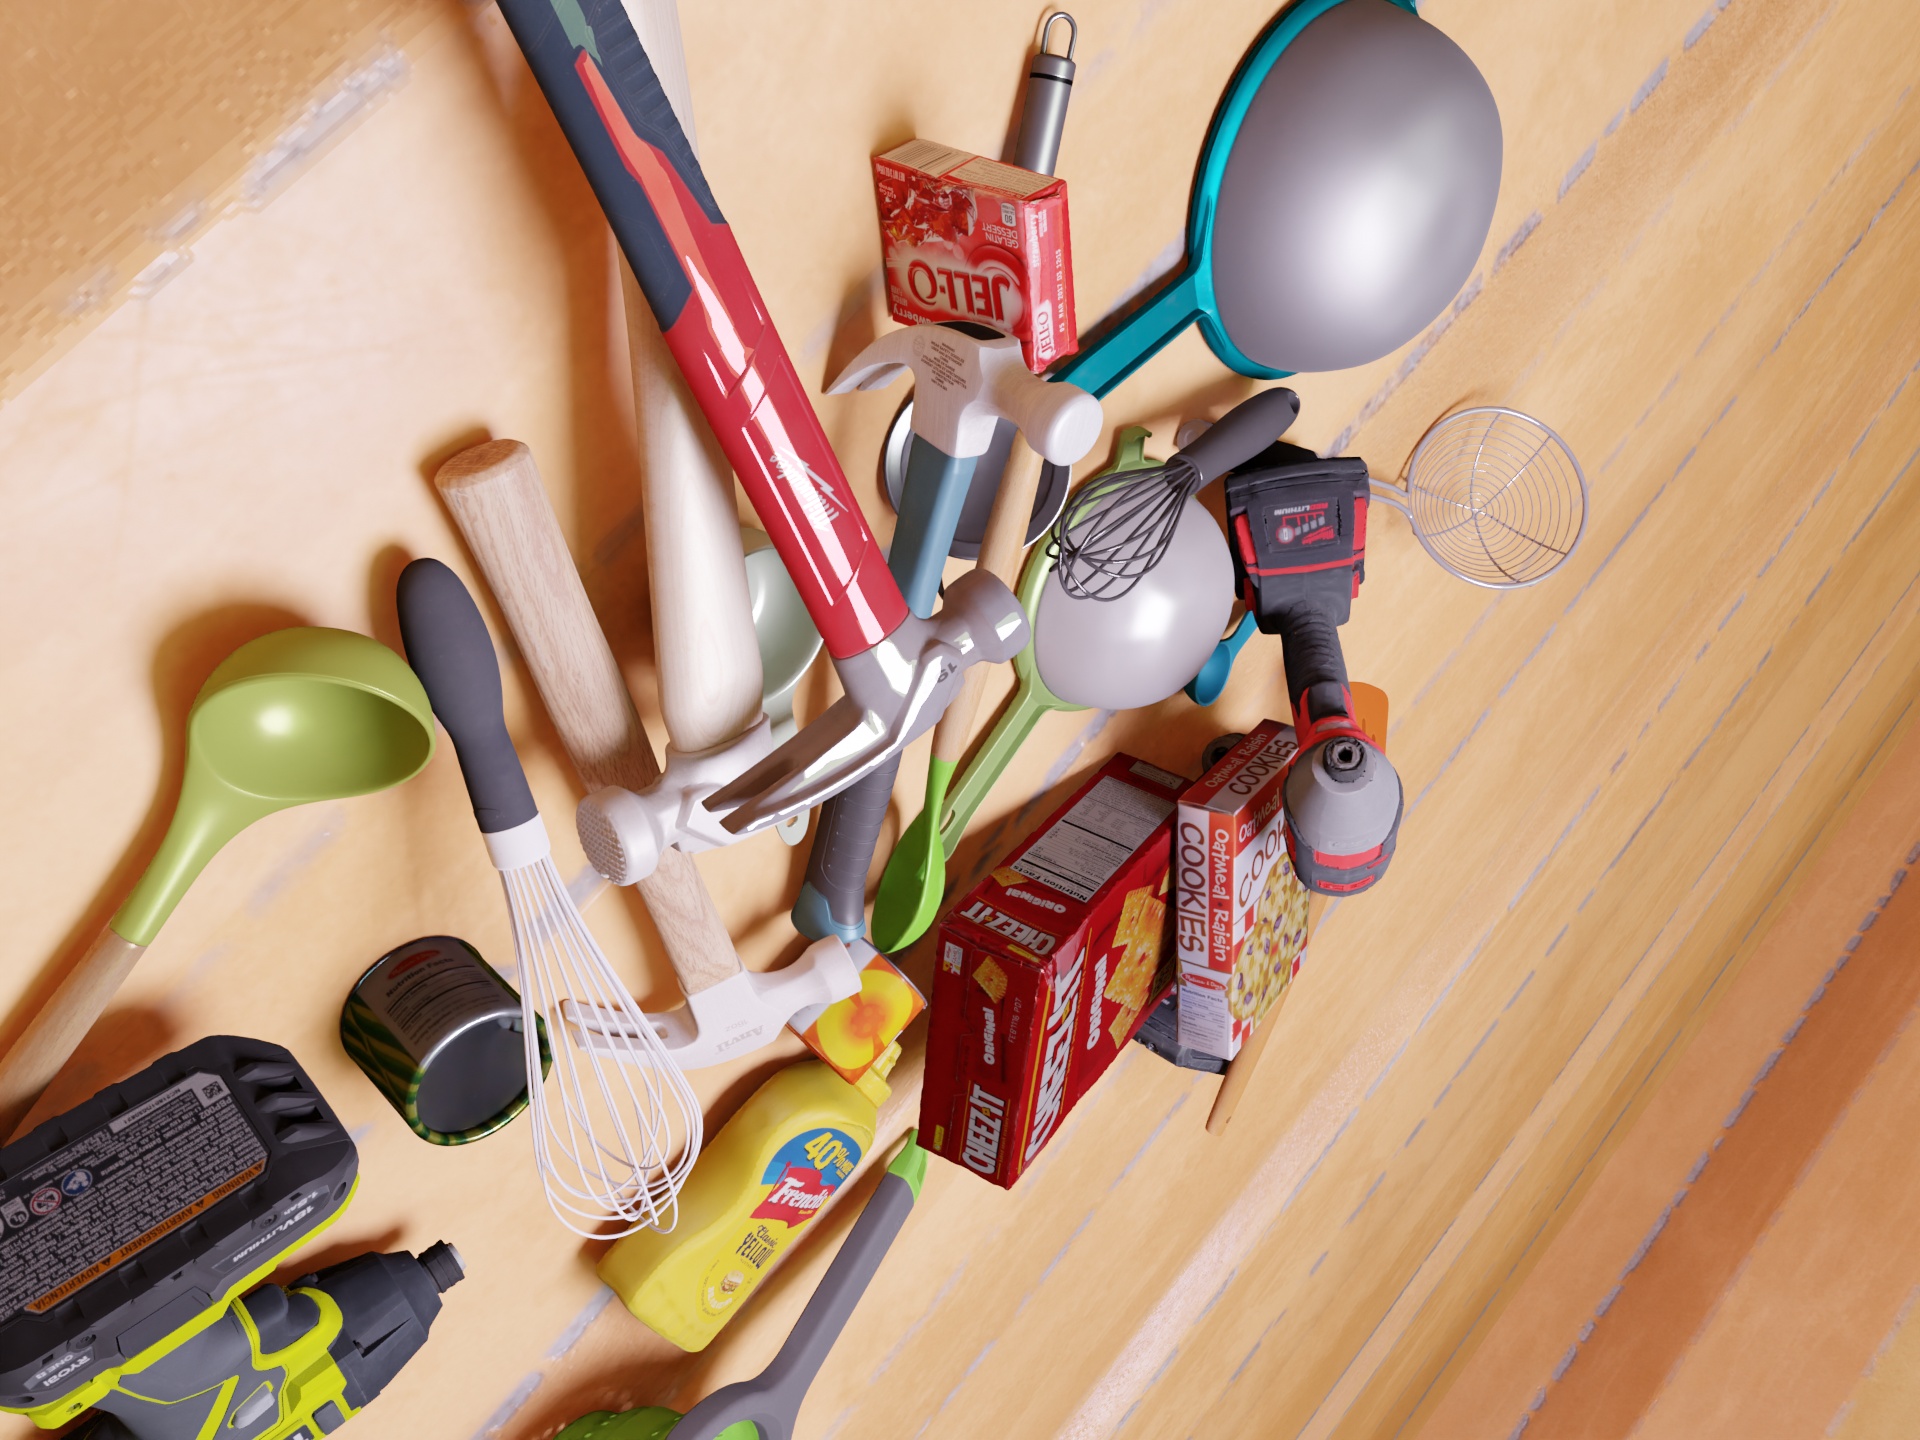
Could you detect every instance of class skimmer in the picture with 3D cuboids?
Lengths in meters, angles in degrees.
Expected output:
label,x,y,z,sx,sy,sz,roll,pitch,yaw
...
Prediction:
label,x,y,z,sx,sy,sz,roll,pitch,yaw
skimmer,0.272,-0.154,0.981,0.363,0.090,0.127,3,80,-47

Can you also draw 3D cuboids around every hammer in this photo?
label,x,y,z,sx,sy,sz,roll,pitch,yaw
hammer,-0.031,-0.024,0.720,0.033,0.128,0.330,-18,136,-40
hammer,-0.096,-0.143,0.568,0.146,0.038,0.410,-25,124,-36
hammer,-0.099,-0.136,0.511,0.143,0.038,0.385,-36,126,-16
hammer,-0.141,0.032,0.668,0.130,0.031,0.331,-25,130,-12

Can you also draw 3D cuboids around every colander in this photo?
label,x,y,z,sx,sy,sz,roll,pitch,yaw
colander,-0.146,0.387,0.898,0.397,0.094,0.204,-55,152,-35

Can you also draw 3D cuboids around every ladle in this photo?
label,x,y,z,sx,sy,sz,roll,pitch,yaw
ladle,-0.295,0.100,0.540,0.320,0.062,0.078,-54,139,-2

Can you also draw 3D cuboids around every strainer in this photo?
label,x,y,z,sx,sy,sz,roll,pitch,yaw
strainer,0.178,-0.233,0.813,0.340,0.095,0.210,-42,140,-23
strainer,0.072,-0.020,0.861,0.256,0.069,0.151,-55,143,-8
strainer,0.021,-0.181,0.716,0.087,0.050,0.258,10,106,-5

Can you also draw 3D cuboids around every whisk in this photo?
label,x,y,z,sx,sy,sz,roll,pitch,yaw
whisk,-0.158,0.075,0.605,0.070,0.070,0.284,-27,111,-35
whisk,0.116,-0.123,0.810,0.239,0.055,0.055,-38,140,-42

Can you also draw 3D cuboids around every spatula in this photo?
label,x,y,z,sx,sy,sz,roll,pitch,yaw
spatula,0.223,0.131,1.063,0.081,0.041,0.322,6,108,-52

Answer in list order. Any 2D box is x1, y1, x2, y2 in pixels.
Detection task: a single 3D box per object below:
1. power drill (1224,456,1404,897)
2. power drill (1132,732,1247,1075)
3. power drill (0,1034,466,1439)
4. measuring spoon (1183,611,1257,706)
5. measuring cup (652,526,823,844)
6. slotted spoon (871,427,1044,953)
label,x,y,z,sx,sy,sz,roll,pitch,yaw
power drill,0.196,-0.026,0.866,0.143,0.078,0.220,65,20,-63
power drill,0.179,0.118,1.079,0.187,0.080,0.227,25,92,-53
power drill,-0.279,0.222,0.604,0.171,0.080,0.223,-32,150,-30
measuring spoon,0.172,-0.063,0.997,0.129,0.021,0.042,-52,143,-24
measuring cup,-0.093,-0.012,0.708,0.083,0.038,0.167,-34,139,-29
slotted spoon,-0.001,-0.002,0.752,0.031,0.070,0.313,7,130,-10
